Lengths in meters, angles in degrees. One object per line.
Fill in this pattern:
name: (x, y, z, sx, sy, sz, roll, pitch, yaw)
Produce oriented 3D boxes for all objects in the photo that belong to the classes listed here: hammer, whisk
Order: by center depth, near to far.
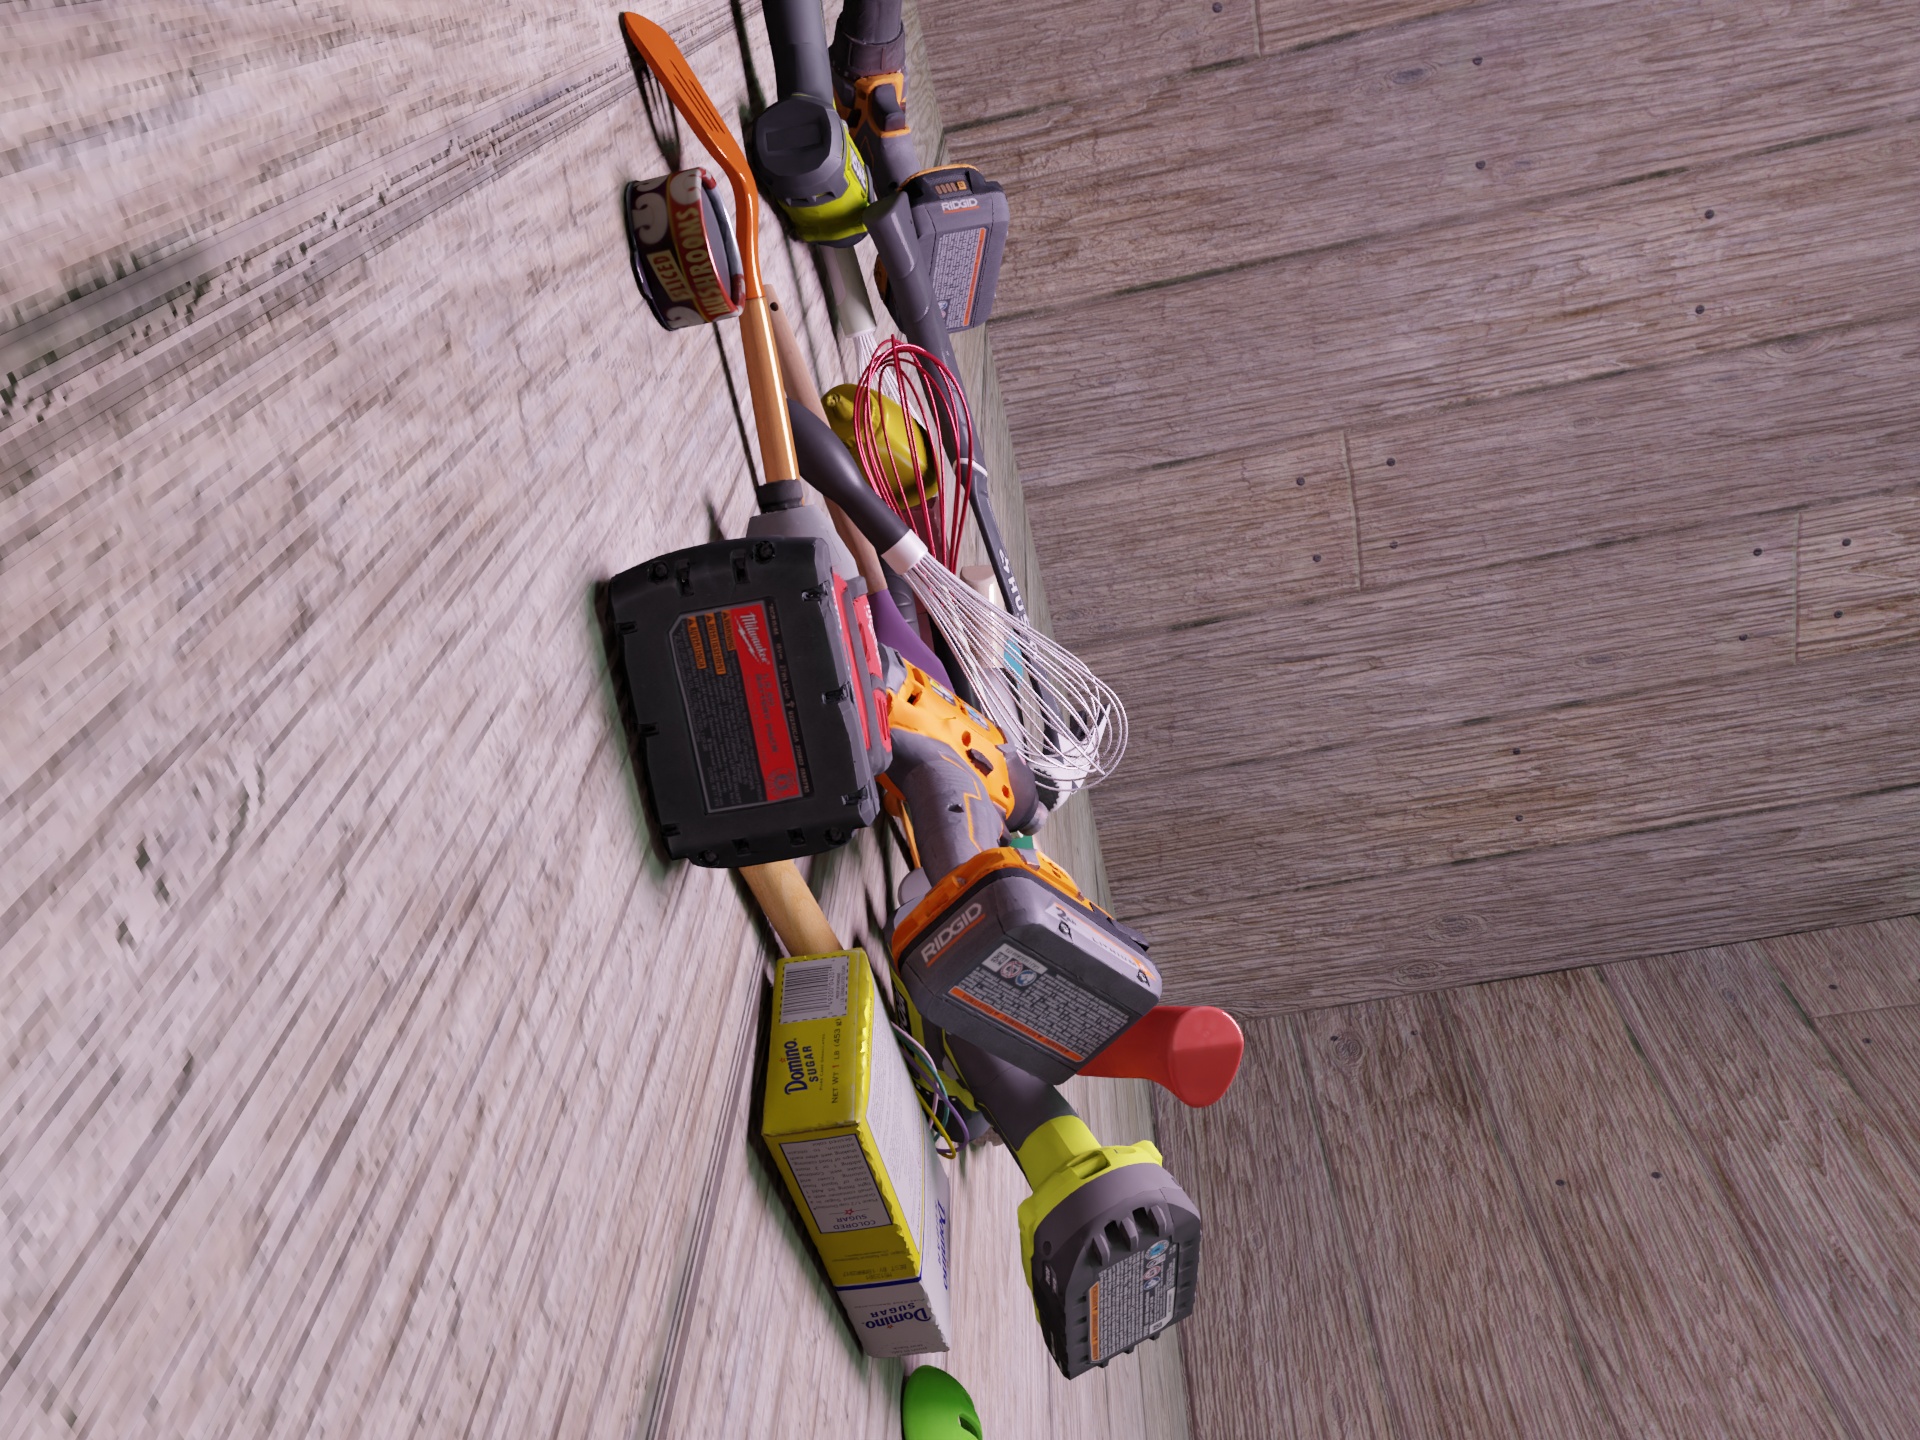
whisk: (-0.052, 0.136, 0.734, 0.047, 0.051, 0.244, -114, -179, -49)
hammer: (0.074, 0.173, 0.894, 0.359, 0.036, 0.149, 134, -50, -73)
whisk: (-0.011, -0.070, 0.894, 0.284, 0.070, 0.070, 47, 15, -11)
whisk: (-0.014, -0.091, 0.984, 0.073, 0.073, 0.295, -83, 164, -68)
hammer: (-0.029, 0.003, 1.032, 0.146, 0.035, 0.335, 67, 11, -59)
hammer: (0.016, -0.148, 1.058, 0.149, 0.036, 0.409, -37, 111, -64)
hammer: (0.023, 0.092, 1.155, 0.146, 0.038, 0.411, 50, 38, -78)
whisk: (-0.071, -0.276, 1.162, 0.058, 0.059, 0.246, 8, -62, 59)

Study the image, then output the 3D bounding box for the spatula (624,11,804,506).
spatula: (-0.111, -0.188, 0.805, 0.081, 0.041, 0.322, -77, 159, -72)

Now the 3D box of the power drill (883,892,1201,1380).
power drill: (0.032, 0.224, 0.851, 0.229, 0.080, 0.190, 52, -24, 43)

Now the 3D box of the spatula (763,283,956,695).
spatula: (-0.060, -0.096, 0.910, 0.018, 0.060, 0.316, -10, -79, 64)

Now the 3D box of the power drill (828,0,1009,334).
power drill: (-0.041, -0.416, 1.150, 0.185, 0.084, 0.226, 104, -33, -59)

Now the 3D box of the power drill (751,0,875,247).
power drill: (-0.100, -0.431, 1.042, 0.171, 0.080, 0.223, 6, 77, -83)

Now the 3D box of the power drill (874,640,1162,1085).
power drill: (0.015, 0.068, 0.802, 0.164, 0.084, 0.227, 35, 18, -38)

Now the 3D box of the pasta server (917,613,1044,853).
pasta server: (0.024, 0.018, 1.216, 0.060, 0.040, 0.316, 68, -3, -82)

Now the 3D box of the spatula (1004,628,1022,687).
spatula: (0.049, 0.081, 1.250, 0.082, 0.044, 0.318, 75, 6, -63)

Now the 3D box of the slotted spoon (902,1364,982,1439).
slotted spoon: (0.018, 0.437, 0.869, 0.070, 0.031, 0.313, -94, 171, -45)

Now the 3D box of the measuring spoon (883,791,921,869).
measuring spoon: (-0.036, 0.079, 1.045, 0.116, 0.011, 0.021, 75, 4, -55)

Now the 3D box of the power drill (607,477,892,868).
power drill: (-0.073, -0.028, 0.657, 0.220, 0.078, 0.143, -76, 156, -80)

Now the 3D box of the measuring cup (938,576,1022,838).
measuring cup: (-0.002, -0.003, 0.967, 0.083, 0.038, 0.167, -77, 150, -76)
